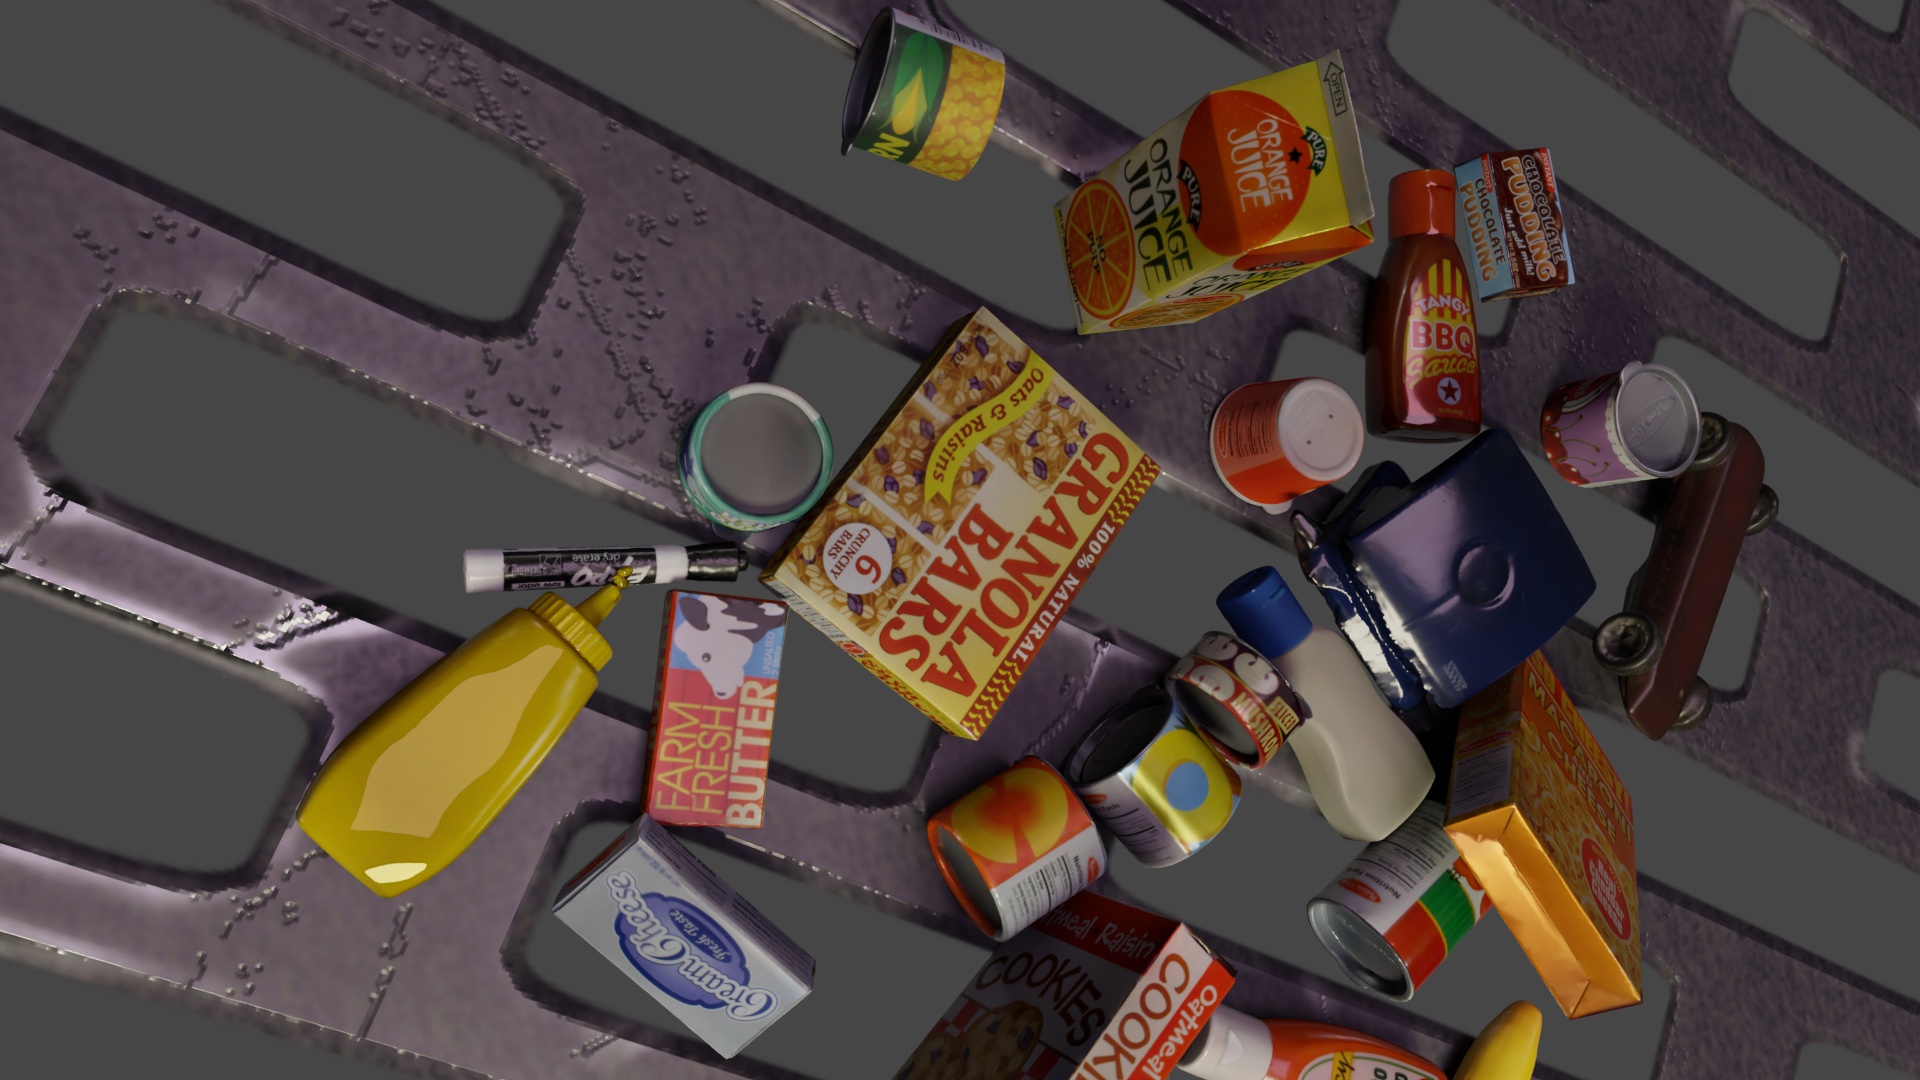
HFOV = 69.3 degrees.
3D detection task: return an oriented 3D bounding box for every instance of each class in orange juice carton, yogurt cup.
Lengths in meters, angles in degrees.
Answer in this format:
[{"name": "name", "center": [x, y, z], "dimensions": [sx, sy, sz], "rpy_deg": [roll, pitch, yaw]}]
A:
[{"name": "orange juice carton", "center": [0.122, -0.154, 0.642], "dimensions": [0.073, 0.192, 0.072], "rpy_deg": [-10, 88, -23]}, {"name": "yogurt cup", "center": [0.173, -0.054, 0.728], "dimensions": [0.072, 0.054, 0.072], "rpy_deg": [2, 83, -22]}]

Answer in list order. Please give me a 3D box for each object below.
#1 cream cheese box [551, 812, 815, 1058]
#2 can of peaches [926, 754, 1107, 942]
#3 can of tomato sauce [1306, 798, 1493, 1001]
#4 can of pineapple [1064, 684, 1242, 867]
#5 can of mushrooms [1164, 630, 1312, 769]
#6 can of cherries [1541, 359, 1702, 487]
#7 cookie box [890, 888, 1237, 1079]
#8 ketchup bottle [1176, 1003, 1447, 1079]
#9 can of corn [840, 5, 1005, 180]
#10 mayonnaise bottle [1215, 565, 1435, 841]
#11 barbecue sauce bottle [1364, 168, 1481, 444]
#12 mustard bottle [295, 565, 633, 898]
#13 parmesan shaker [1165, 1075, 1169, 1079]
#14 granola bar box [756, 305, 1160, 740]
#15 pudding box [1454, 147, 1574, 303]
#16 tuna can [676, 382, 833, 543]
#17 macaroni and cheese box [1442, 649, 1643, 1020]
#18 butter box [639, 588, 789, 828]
[{"name": "cream cheese box", "center": [-0.116, 0.169, 0.592], "dimensions": [0.053, 0.024, 0.103], "rpy_deg": [-42, 103, 14]}, {"name": "can of peaches", "center": [0.024, 0.141, 0.644], "dimensions": [0.058, 0.071, 0.071], "rpy_deg": [-29, 96, -21]}, {"name": "can of tomato sauce", "center": [0.233, 0.187, 0.723], "dimensions": [0.083, 0.071, 0.071], "rpy_deg": [-37, 99, -21]}, {"name": "can of pineapple", "center": [0.095, 0.114, 0.673], "dimensions": [0.071, 0.071, 0.058], "rpy_deg": [-45, 102, -19]}, {"name": "can of mushrooms", "center": [0.137, 0.081, 0.692], "dimensions": [0.033, 0.071, 0.071], "rpy_deg": [-42, 101, -18]}, {"name": "can of cherries", "center": [0.385, -0.069, 0.814], "dimensions": [0.071, 0.058, 0.071], "rpy_deg": [2, 85, -21]}, {"name": "cookie box", "center": [0.029, 0.231, 0.604], "dimensions": [0.040, 0.123, 0.168], "rpy_deg": [47, 70, -13]}, {"name": "ketchup bottle", "center": [0.175, 0.272, 0.703], "dimensions": [0.149, 0.043, 0.065], "rpy_deg": [26, 76, -17]}, {"name": "can of corn", "center": [-0.019, -0.209, 0.660], "dimensions": [0.058, 0.071, 0.071], "rpy_deg": [14, 80, -21]}, {"name": "mayonnaise bottle", "center": [0.188, 0.083, 0.729], "dimensions": [0.065, 0.041, 0.148], "rpy_deg": [-38, 98, -28]}, {"name": "barbecue sauce bottle", "center": [0.258, -0.130, 0.776], "dimensions": [0.065, 0.043, 0.148], "rpy_deg": [4, 83, -21]}, {"name": "mustard bottle", "center": [-0.191, 0.069, 0.571], "dimensions": [0.065, 0.048, 0.161], "rpy_deg": [48, 69, -12]}, {"name": "parmesan shaker", "center": [0.072, 0.295, 0.645], "dimensions": [0.071, 0.071, 0.103], "rpy_deg": [-12, 90, -23]}, {"name": "granola bar box", "center": [0.002, -0.008, 0.662], "dimensions": [0.124, 0.039, 0.166], "rpy_deg": [40, 72, -13]}, {"name": "pudding box", "center": [0.326, -0.185, 0.816], "dimensions": [0.050, 0.030, 0.083], "rpy_deg": [-9, 88, -24]}, {"name": "tuna can", "center": [-0.093, -0.035, 0.629], "dimensions": [0.071, 0.032, 0.071], "rpy_deg": [2, 83, -22]}, {"name": "macaroni and cheese box", "center": [0.304, 0.141, 0.723], "dimensions": [0.123, 0.040, 0.167], "rpy_deg": [55, 33, -9]}, {"name": "butter box", "center": [-0.110, 0.075, 0.616], "dimensions": [0.053, 0.024, 0.103], "rpy_deg": [9, 81, -21]}]
